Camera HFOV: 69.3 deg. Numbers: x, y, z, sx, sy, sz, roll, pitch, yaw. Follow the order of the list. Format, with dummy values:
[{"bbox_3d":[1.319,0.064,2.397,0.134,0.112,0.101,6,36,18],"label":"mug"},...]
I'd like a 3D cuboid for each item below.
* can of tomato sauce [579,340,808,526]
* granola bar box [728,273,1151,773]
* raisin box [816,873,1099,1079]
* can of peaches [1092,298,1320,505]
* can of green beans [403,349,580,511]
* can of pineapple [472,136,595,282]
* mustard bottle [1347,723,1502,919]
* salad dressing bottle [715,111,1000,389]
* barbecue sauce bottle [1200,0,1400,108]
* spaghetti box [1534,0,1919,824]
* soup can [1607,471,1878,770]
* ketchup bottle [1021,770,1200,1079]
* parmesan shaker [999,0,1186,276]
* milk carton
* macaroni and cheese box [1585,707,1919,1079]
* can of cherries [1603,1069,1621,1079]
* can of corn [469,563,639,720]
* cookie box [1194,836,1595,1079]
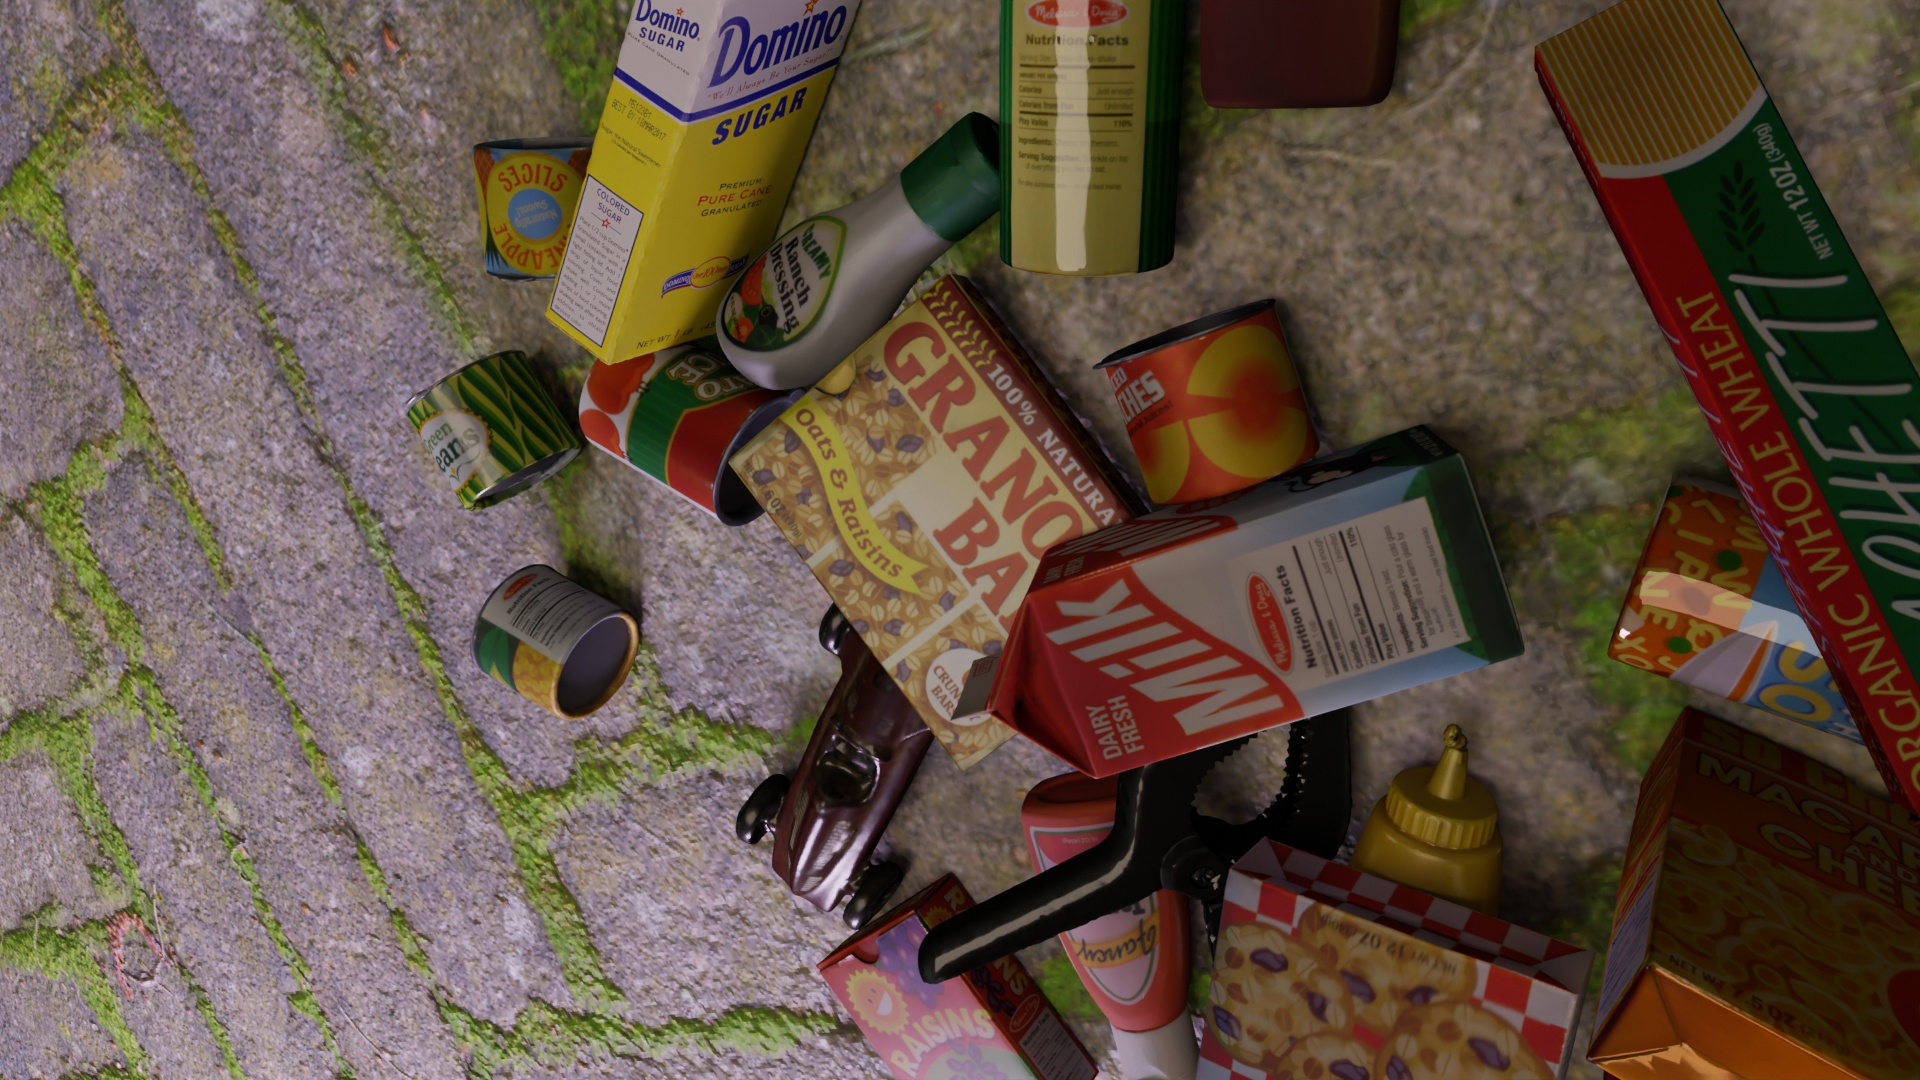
[{"bbox_3d":[-0.121,-0.056,0.638,0.083,0.071,0.070,29,121,20],"label":"can of tomato sauce"},{"bbox_3d":[0.002,-0.007,0.574,0.124,0.039,0.165,-39,86,14],"label":"granola bar box"},{"bbox_3d":[-0.003,0.240,0.695,0.085,0.040,0.123,-40,85,36],"label":"raisin box"},{"bbox_3d":[0.090,-0.050,0.509,0.071,0.071,0.058,-14,101,34],"label":"can of peaches"},{"bbox_3d":[-0.237,-0.055,0.708,0.071,0.071,0.058,-31,91,36],"label":"can of green beans"},{"bbox_3d":[-0.188,-0.153,0.639,0.071,0.071,0.057,11,114,28],"label":"can of pineapple"},{"bbox_3d":[0.179,0.140,0.540,0.065,0.049,0.159,17,115,24],"label":"mustard bottle"},{"bbox_3d":[-0.038,-0.118,0.573,0.147,0.044,0.064,-32,58,30],"label":"salad dressing bottle"},{"bbox_3d":[0.111,-0.217,0.449,0.065,0.044,0.148,9,112,28],"label":"barbecue sauce bottle"},{"bbox_3d":[0.239,-0.045,0.396,0.050,0.029,0.250,-25,76,22],"label":"spaghetti box"},{"bbox_3d":[0.256,0.024,0.436,0.084,0.071,0.071,20,118,24],"label":"soup can"},{"bbox_3d":[0.075,0.176,0.621,0.064,0.044,0.148,-10,103,25],"label":"ketchup bottle"},{"bbox_3d":[0.044,-0.152,0.500,0.071,0.071,0.102,12,115,27],"label":"parmesan shaker"},{"bbox_3d":[0.089,0.026,0.498,0.190,0.072,0.073,-19,99,11],"label":"milk carton"},{"bbox_3d":[0.263,0.124,0.410,0.124,0.167,0.040,27,120,20],"label":"macaroni and cheese box"},{"bbox_3d":[0.262,0.177,0.490,0.058,0.072,0.071,6,111,30],"label":"can of cherries"},{"bbox_3d":[-0.213,0.056,0.737,0.058,0.071,0.070,25,120,21],"label":"can of corn"},{"bbox_3d":[0.152,0.211,0.517,0.123,0.040,0.167,14,107,31],"label":"cookie box"}]
